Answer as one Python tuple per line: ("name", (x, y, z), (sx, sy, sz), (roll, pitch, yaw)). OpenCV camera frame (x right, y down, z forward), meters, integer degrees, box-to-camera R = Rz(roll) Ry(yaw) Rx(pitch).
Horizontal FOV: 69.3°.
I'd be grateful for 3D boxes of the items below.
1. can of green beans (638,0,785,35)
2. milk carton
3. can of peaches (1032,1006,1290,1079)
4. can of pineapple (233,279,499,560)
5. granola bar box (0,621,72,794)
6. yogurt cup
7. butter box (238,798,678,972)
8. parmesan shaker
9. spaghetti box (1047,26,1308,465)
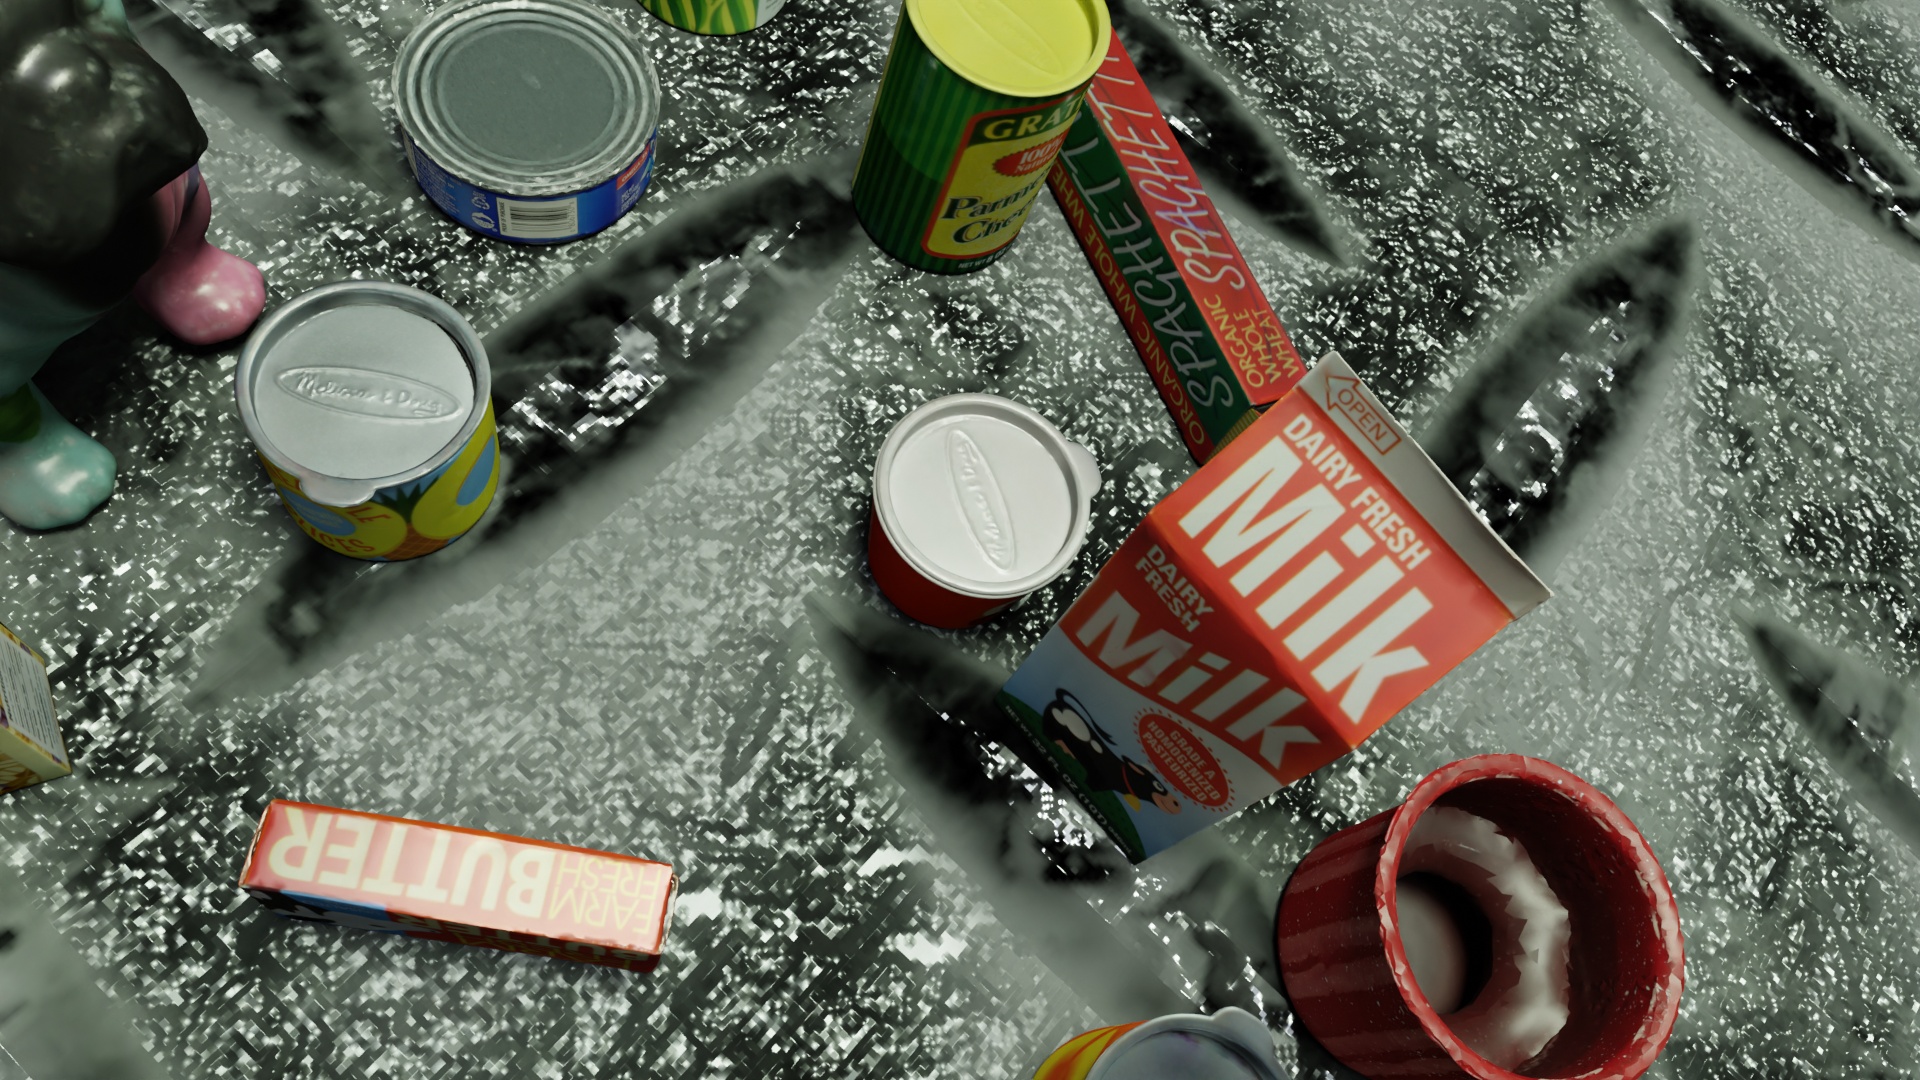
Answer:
("can of green beans", (-0.092, -0.232, 0.515), (0.071, 0.057, 0.071), (5, 66, -12))
("milk carton", (0.079, 0.022, 0.375), (0.074, 0.189, 0.072), (-36, 80, -25))
("can of peaches", (0.055, 0.164, 0.381), (0.071, 0.057, 0.071), (5, 66, -12))
("can of pineapple", (-0.172, -0.032, 0.408), (0.071, 0.057, 0.071), (5, 66, -12))
("granola bar box", (-0.309, 0.048, 0.301), (0.166, 0.123, 0.039), (-18, 73, -21))
("yogurt cup", (0.002, -0.006, 0.443), (0.072, 0.053, 0.072), (5, 66, -12))
("butter box", (-0.129, 0.093, 0.368), (0.103, 0.053, 0.024), (12, 65, -9))
("parmesan shaker", (0.006, -0.148, 0.478), (0.071, 0.102, 0.071), (5, 66, -12))
("spaghetti box", (0.054, -0.144, 0.519), (0.029, 0.050, 0.250), (-19, 73, -21))
